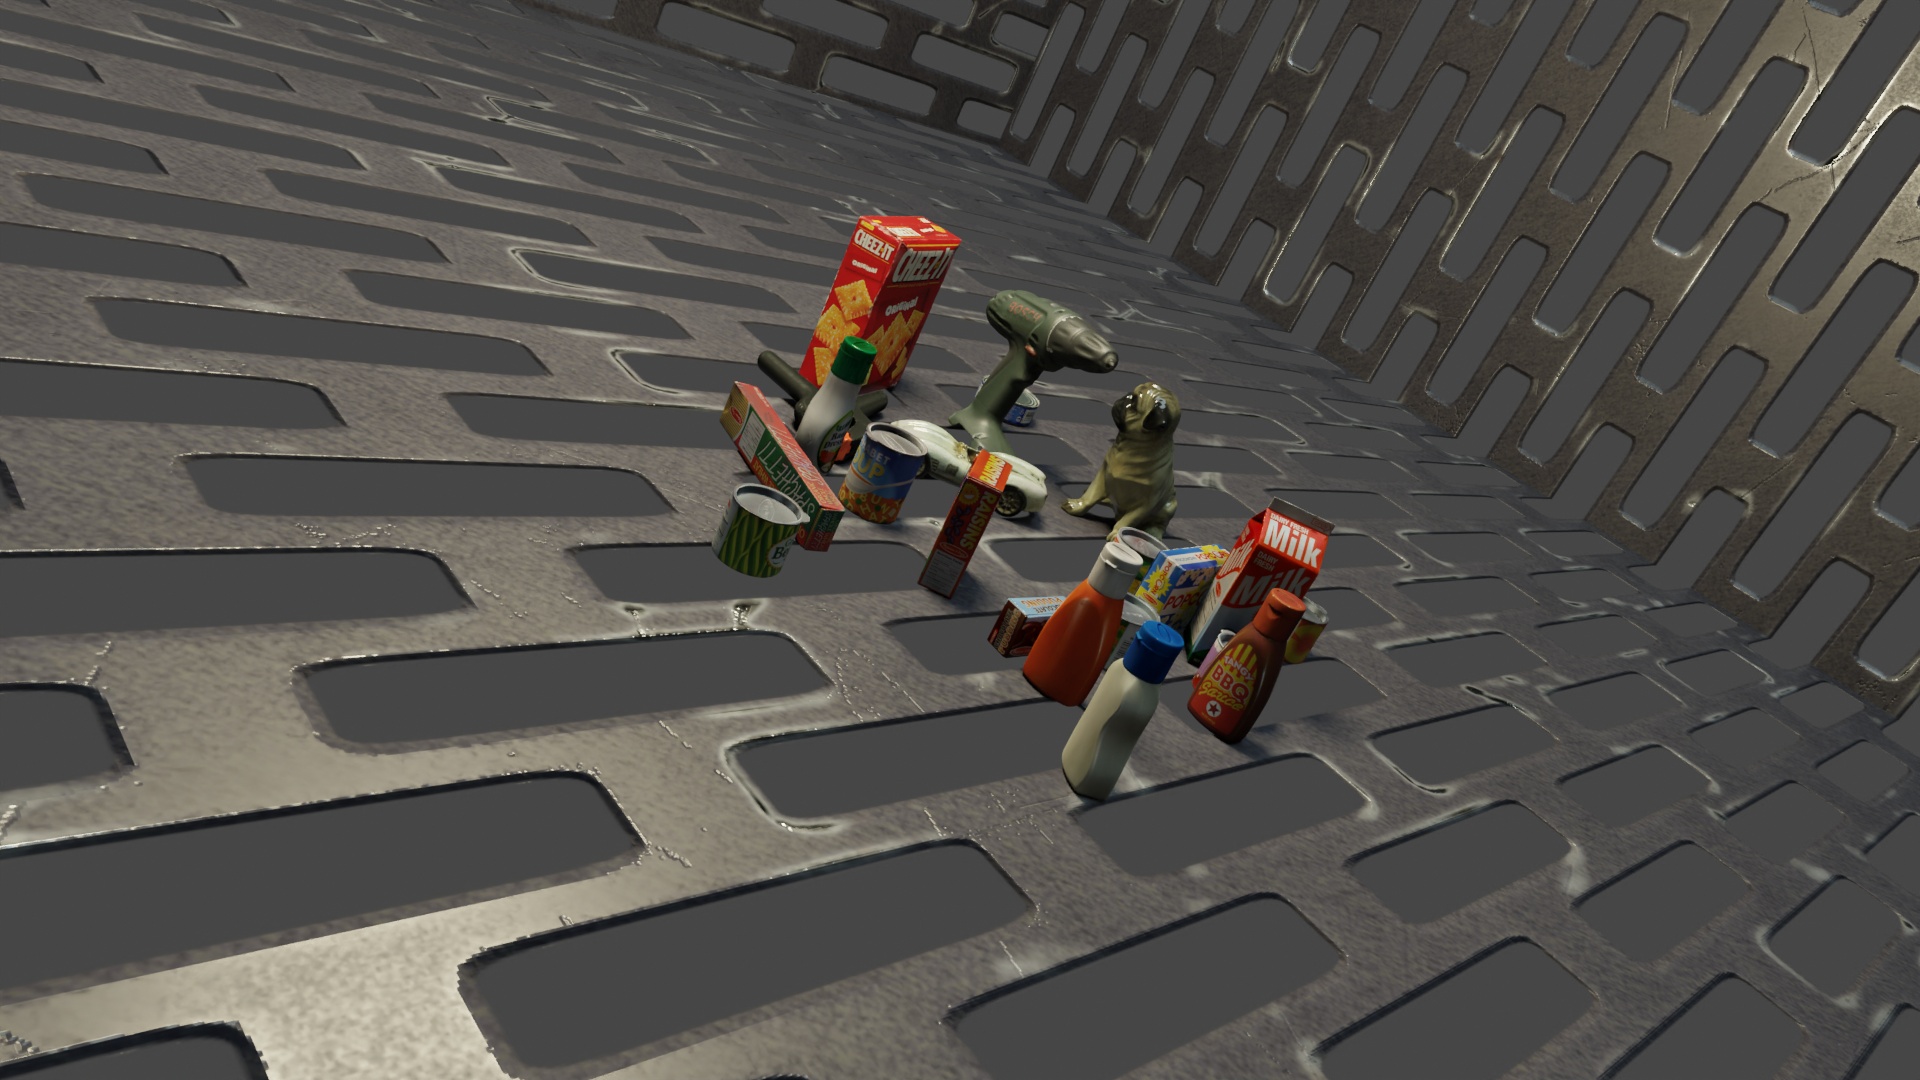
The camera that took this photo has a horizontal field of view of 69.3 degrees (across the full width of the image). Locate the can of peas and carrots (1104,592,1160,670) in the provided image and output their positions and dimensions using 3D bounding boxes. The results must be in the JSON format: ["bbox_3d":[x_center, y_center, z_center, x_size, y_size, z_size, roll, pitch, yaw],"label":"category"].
[{"bbox_3d":[0.151,0.086,1.355,0.071,0.058,0.071,22,23,-10],"label":"can of peas and carrots"}]

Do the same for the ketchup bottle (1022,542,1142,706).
[{"bbox_3d":[0.112,0.072,1.229,0.065,0.148,0.044,36,24,23],"label":"ketchup bottle"}]

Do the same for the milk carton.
[{"bbox_3d":[0.307,0.048,1.431,0.072,0.189,0.074,24,22,-4],"label":"milk carton"}]

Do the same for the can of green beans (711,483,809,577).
[{"bbox_3d":[-0.178,-0.009,1.216,0.071,0.057,0.071,22,23,-10],"label":"can of green beans"}]

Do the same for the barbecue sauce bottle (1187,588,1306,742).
[{"bbox_3d":[0.273,0.115,1.306,0.044,0.148,0.065,-2,35,-49],"label":"barbecue sauce bottle"}]

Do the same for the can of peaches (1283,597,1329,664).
[{"bbox_3d":[0.373,0.098,1.565,0.071,0.057,0.071,22,23,-10],"label":"can of peaches"}]

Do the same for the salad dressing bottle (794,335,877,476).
[{"bbox_3d":[-0.130,-0.138,1.428,0.044,0.147,0.064,32,23,15],"label":"salad dressing bottle"}]

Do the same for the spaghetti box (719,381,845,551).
[{"bbox_3d":[-0.179,-0.076,1.370,0.029,0.050,0.251,9,28,-36],"label":"spaghetti box"}]

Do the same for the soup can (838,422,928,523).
[{"bbox_3d":[-0.082,-0.069,1.413,0.071,0.083,0.071,22,23,-10],"label":"soup can"}]

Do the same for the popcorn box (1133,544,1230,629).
[{"bbox_3d":[0.239,0.051,1.489,0.038,0.085,0.127,40,26,30],"label":"popcorn box"}]

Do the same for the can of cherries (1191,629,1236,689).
[{"bbox_3d":[0.271,0.132,1.382,0.071,0.058,0.072,22,23,-10],"label":"can of cherries"}]

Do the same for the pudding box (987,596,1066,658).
[{"bbox_3d":[0.070,0.080,1.296,0.084,0.049,0.030,0,34,-47],"label":"pudding box"}]

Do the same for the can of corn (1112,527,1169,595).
[{"bbox_3d":[0.193,0.028,1.525,0.071,0.058,0.071,22,23,-10],"label":"can of corn"}]

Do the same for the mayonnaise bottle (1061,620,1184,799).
[{"bbox_3d":[0.130,0.134,1.116,0.041,0.147,0.065,19,23,-17],"label":"mayonnaise bottle"}]

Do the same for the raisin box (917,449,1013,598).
[{"bbox_3d":[0.005,-0.017,1.341,0.040,0.123,0.086,26,22,0],"label":"raisin box"}]
